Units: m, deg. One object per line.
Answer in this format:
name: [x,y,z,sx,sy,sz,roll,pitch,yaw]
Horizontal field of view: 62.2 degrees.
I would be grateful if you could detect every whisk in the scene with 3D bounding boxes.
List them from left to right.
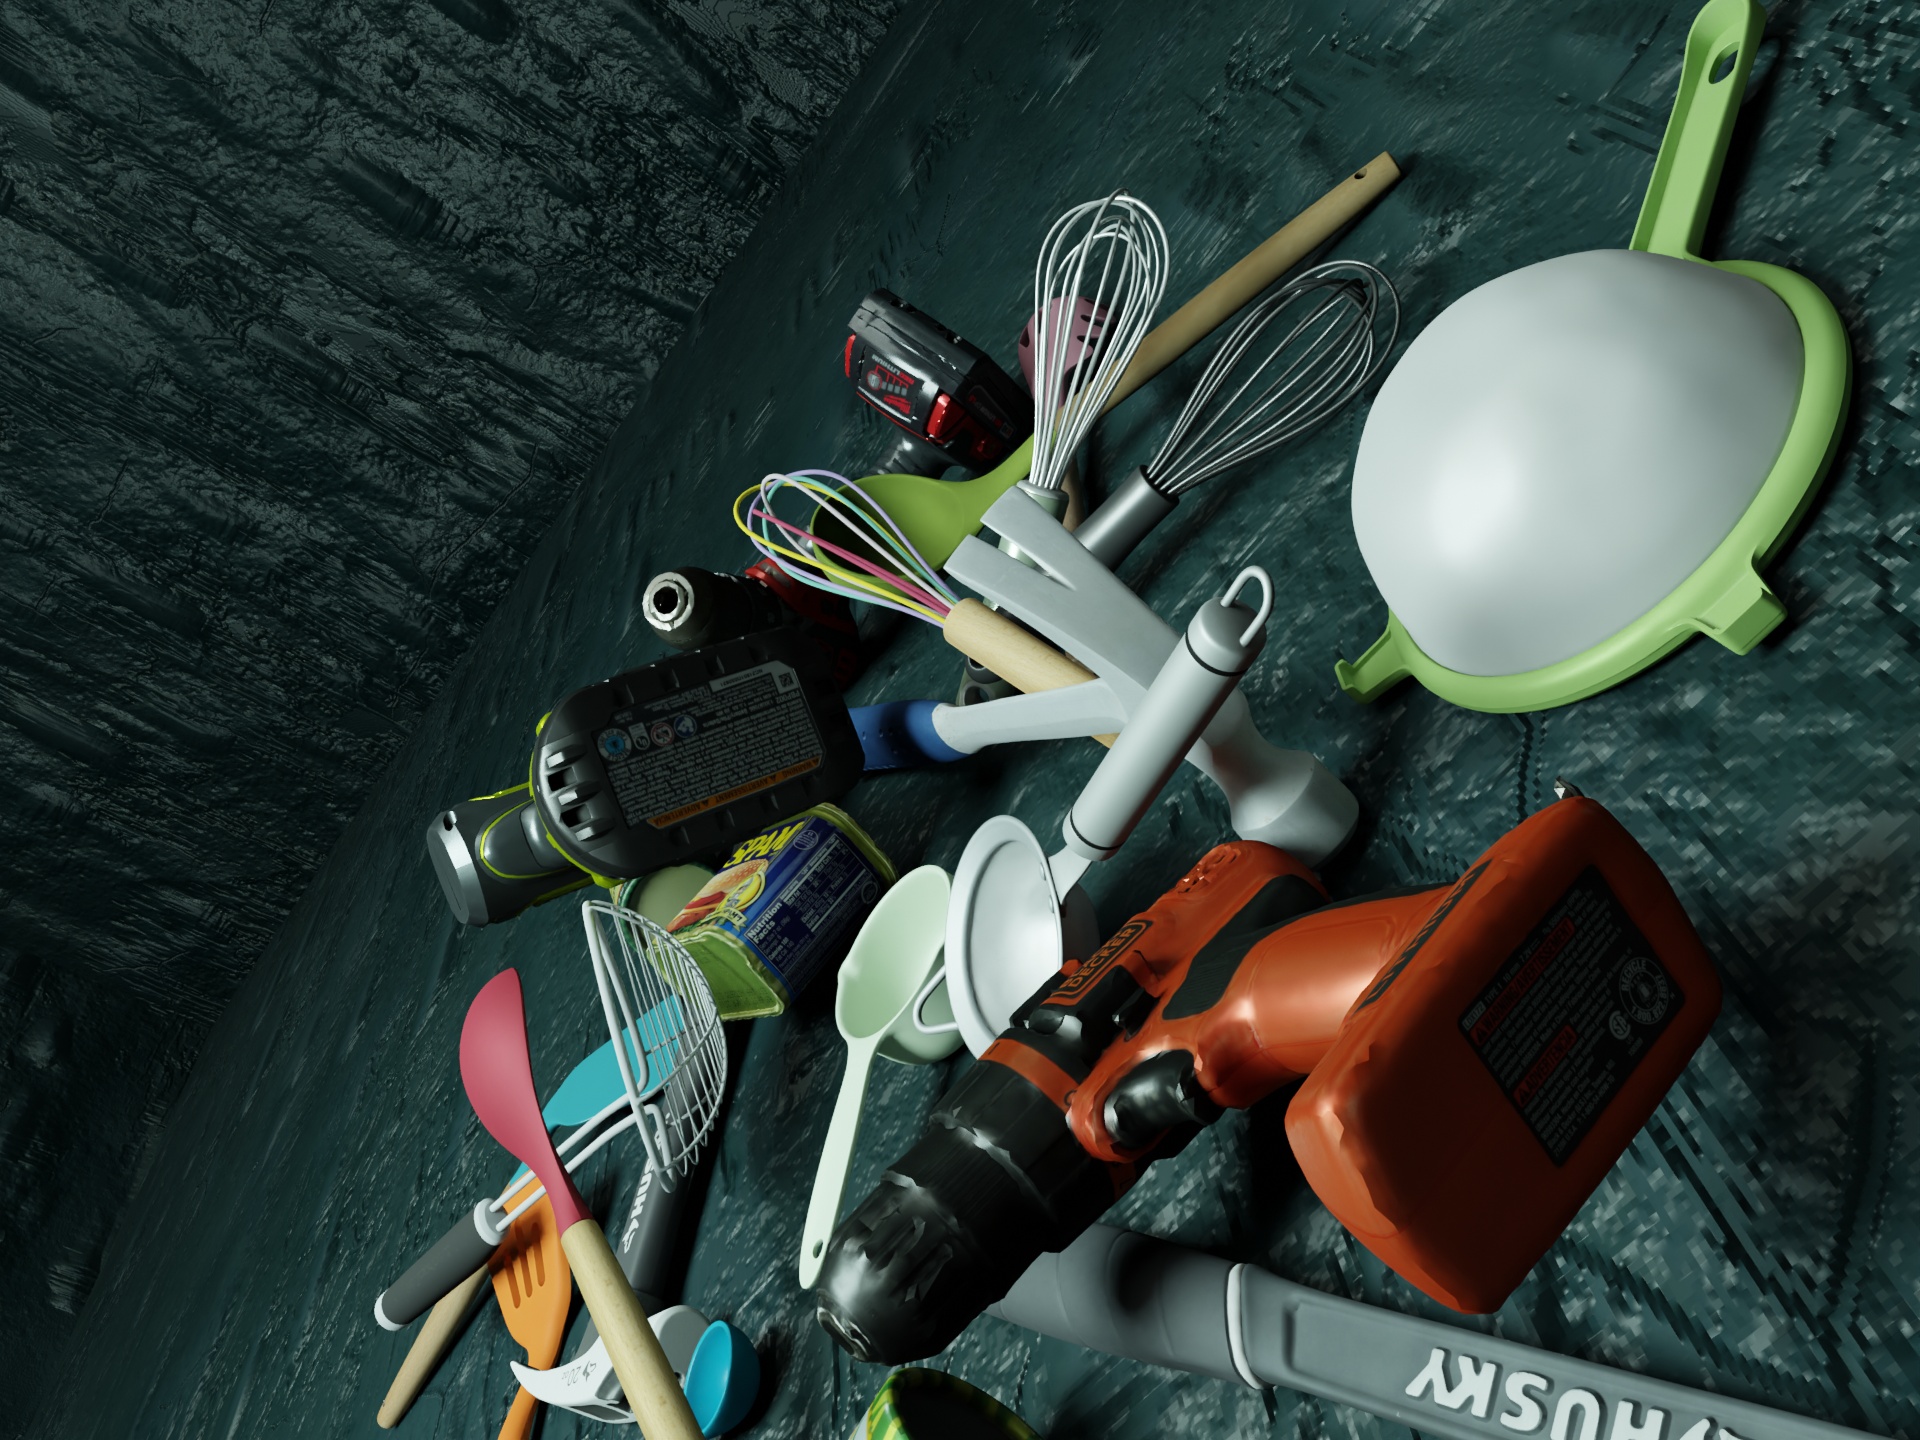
whisk: [-0.017,-0.050,0.682,0.245,0.047,0.051,35,110,35]
whisk: [0.039,-0.109,0.702,0.059,0.058,0.246,-24,-47,-65]
whisk: [0.082,-0.093,0.650,0.239,0.055,0.055,-45,26,27]

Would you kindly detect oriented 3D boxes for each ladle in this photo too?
ladle: [-0.130,0.209,0.585,0.316,0.031,0.069,48,133,40]
ladle: [0.059,-0.157,0.733,0.320,0.062,0.078,-36,45,24]

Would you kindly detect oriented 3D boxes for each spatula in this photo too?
spatula: [-0.221,0.357,0.732,0.081,0.041,0.323,-45,27,29]
spatula: [-0.252,0.291,0.910,0.317,0.044,0.082,-58,22,14]

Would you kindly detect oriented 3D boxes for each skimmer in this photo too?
skimmer: [-0.218,0.213,0.747,0.363,0.090,0.127,-43,56,32]

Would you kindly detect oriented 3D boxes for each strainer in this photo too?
strainer: [0.041,0.038,0.484,0.258,0.050,0.087,116,147,-52]
strainer: [0.183,-0.128,0.467,0.151,0.069,0.256,-10,54,62]

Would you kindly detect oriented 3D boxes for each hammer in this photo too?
hammer: [-0.134,0.175,0.790,0.146,0.035,0.335,-37,30,40]
hammer: [-0.001,-0.002,0.648,0.035,0.144,0.405,-50,13,-15]
hammer: [0.081,0.151,0.372,0.409,0.036,0.149,-17,47,59]

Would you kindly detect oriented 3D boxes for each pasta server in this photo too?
pasta server: [0.056,-0.128,0.797,0.060,0.040,0.317,-44,30,32]

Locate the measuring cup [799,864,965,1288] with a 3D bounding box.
measuring cup: [-0.023,0.137,0.607,0.083,0.038,0.168,-29,38,50]

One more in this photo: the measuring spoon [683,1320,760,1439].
measuring spoon: [-0.105,0.294,0.610,0.128,0.021,0.042,-68,23,1]

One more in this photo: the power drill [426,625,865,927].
power drill: [-0.134,0.028,0.738,0.190,0.080,0.228,-21,-2,-28]

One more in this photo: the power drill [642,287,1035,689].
power drill: [-0.070,-0.115,0.866,0.226,0.080,0.187,-56,-20,6]
